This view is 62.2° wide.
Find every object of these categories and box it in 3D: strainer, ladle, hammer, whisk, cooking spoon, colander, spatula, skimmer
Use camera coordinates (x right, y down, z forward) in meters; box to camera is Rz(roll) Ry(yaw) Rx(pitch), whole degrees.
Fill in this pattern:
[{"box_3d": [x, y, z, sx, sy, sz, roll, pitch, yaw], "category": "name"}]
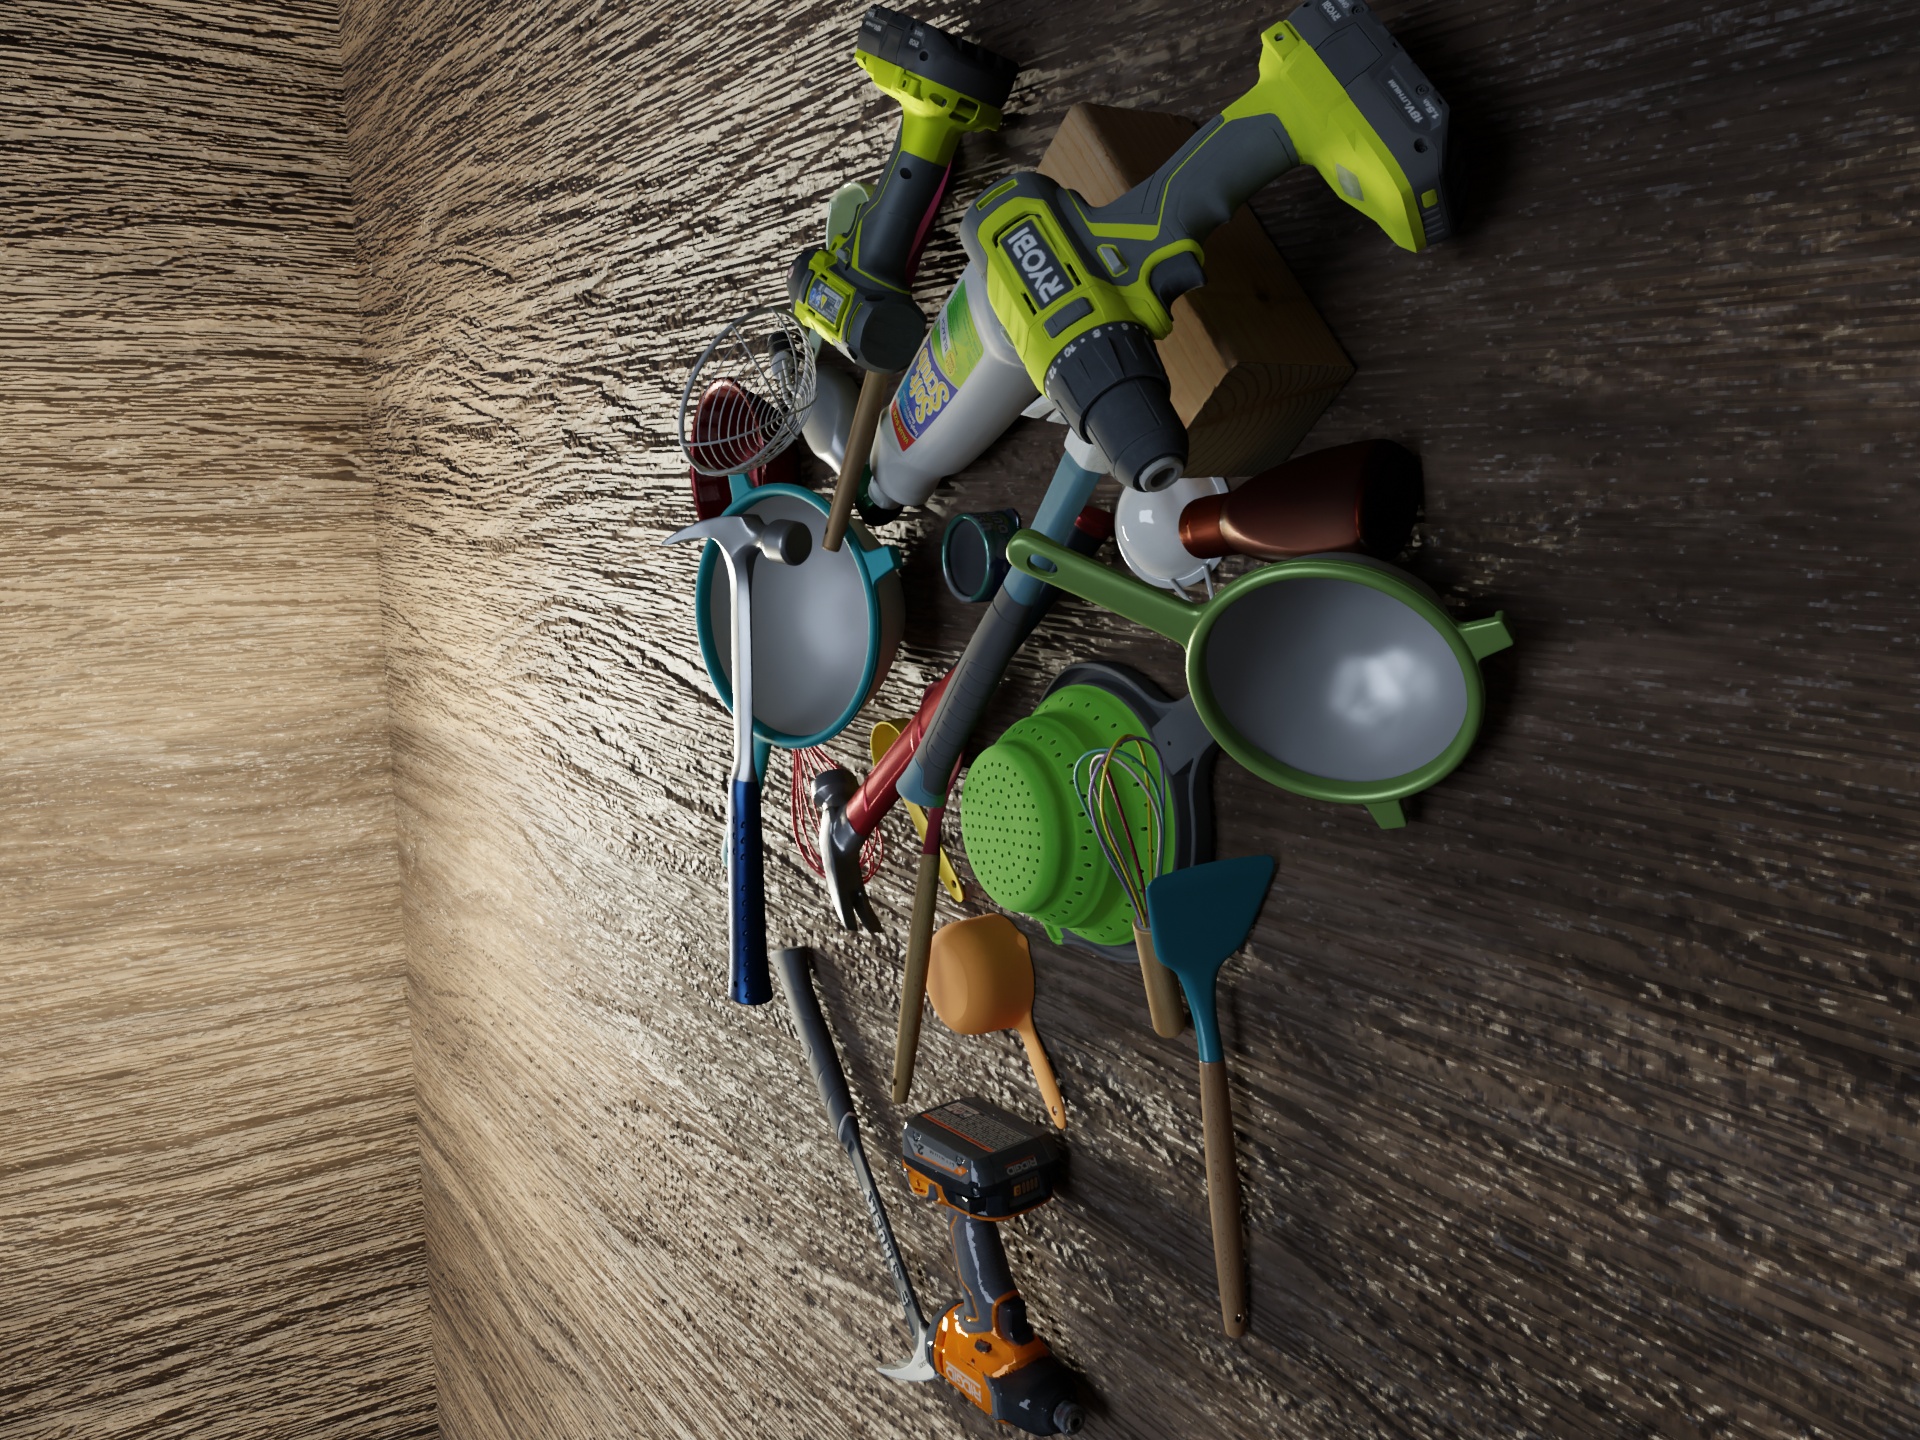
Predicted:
[{"box_3d": [0.110, -0.188, 0.984, 0.087, 0.050, 0.259, -24, 71, 41], "category": "strainer"}, {"box_3d": [-0.026, 0.127, 1.195, 0.069, 0.031, 0.315, -11, 69, 60], "category": "ladle"}, {"box_3d": [-0.002, -0.004, 1.137, 0.386, 0.038, 0.143, -51, 41, 38], "category": "hammer"}, {"box_3d": [-0.094, 0.383, 1.416, 0.149, 0.036, 0.409, -56, 49, 47], "category": "hammer"}, {"box_3d": [-0.178, 0.034, 1.284, 0.144, 0.035, 0.405, 14, 110, 39], "category": "hammer"}, {"box_3d": [0.150, -0.055, 0.831, 0.256, 0.069, 0.151, 25, 136, 10], "category": "strainer"}, {"box_3d": [0.108, 0.108, 0.958, 0.047, 0.051, 0.244, -85, -16, -52], "category": "whisk"}, {"box_3d": [-0.130, -0.030, 1.318, 0.211, 0.095, 0.340, 31, 118, 33], "category": "strainer"}, {"box_3d": [-0.055, -0.280, 1.180, 0.069, 0.017, 0.319, 24, 99, 59], "category": "cooking spoon"}, {"box_3d": [0.099, 0.025, 0.985, 0.397, 0.094, 0.205, -50, 55, 50], "category": "colander"}, {"box_3d": [0.159, 0.235, 0.972, 0.044, 0.082, 0.317, -157, 59, -72], "category": "spatula"}, {"box_3d": [-0.137, 0.028, 1.399, 0.296, 0.073, 0.073, 64, 143, 37], "category": "whisk"}, {"box_3d": [-0.162, -0.276, 1.228, 0.127, 0.090, 0.364, -64, 16, 17], "category": "skimmer"}, {"box_3d": [0.032, -0.070, 1.025, 0.330, 0.033, 0.128, -63, 36, 31], "category": "hammer"}]

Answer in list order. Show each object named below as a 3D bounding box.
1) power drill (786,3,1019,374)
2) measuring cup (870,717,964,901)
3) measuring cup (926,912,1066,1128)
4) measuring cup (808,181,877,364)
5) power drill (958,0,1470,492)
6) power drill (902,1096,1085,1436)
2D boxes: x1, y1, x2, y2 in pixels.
[{"box_3d": [-0.055, -0.377, 1.129, 0.171, 0.080, 0.223, 48, 121, 49], "category": "power drill"}, {"box_3d": [-0.024, 0.069, 1.265, 0.062, 0.029, 0.156, -37, 76, 55], "category": "measuring cup"}, {"box_3d": [0.025, 0.226, 1.177, 0.095, 0.052, 0.174, -58, 47, 45], "category": "measuring cup"}, {"box_3d": [-0.086, -0.350, 1.269, 0.083, 0.038, 0.167, 62, 144, 30], "category": "measuring cup"}, {"box_3d": [0.128, -0.235, 0.788, 0.228, 0.080, 0.191, -32, 63, 12], "category": "power drill"}, {"box_3d": [0.030, 0.413, 1.183, 0.164, 0.084, 0.226, 8, 106, 56], "category": "power drill"}]
